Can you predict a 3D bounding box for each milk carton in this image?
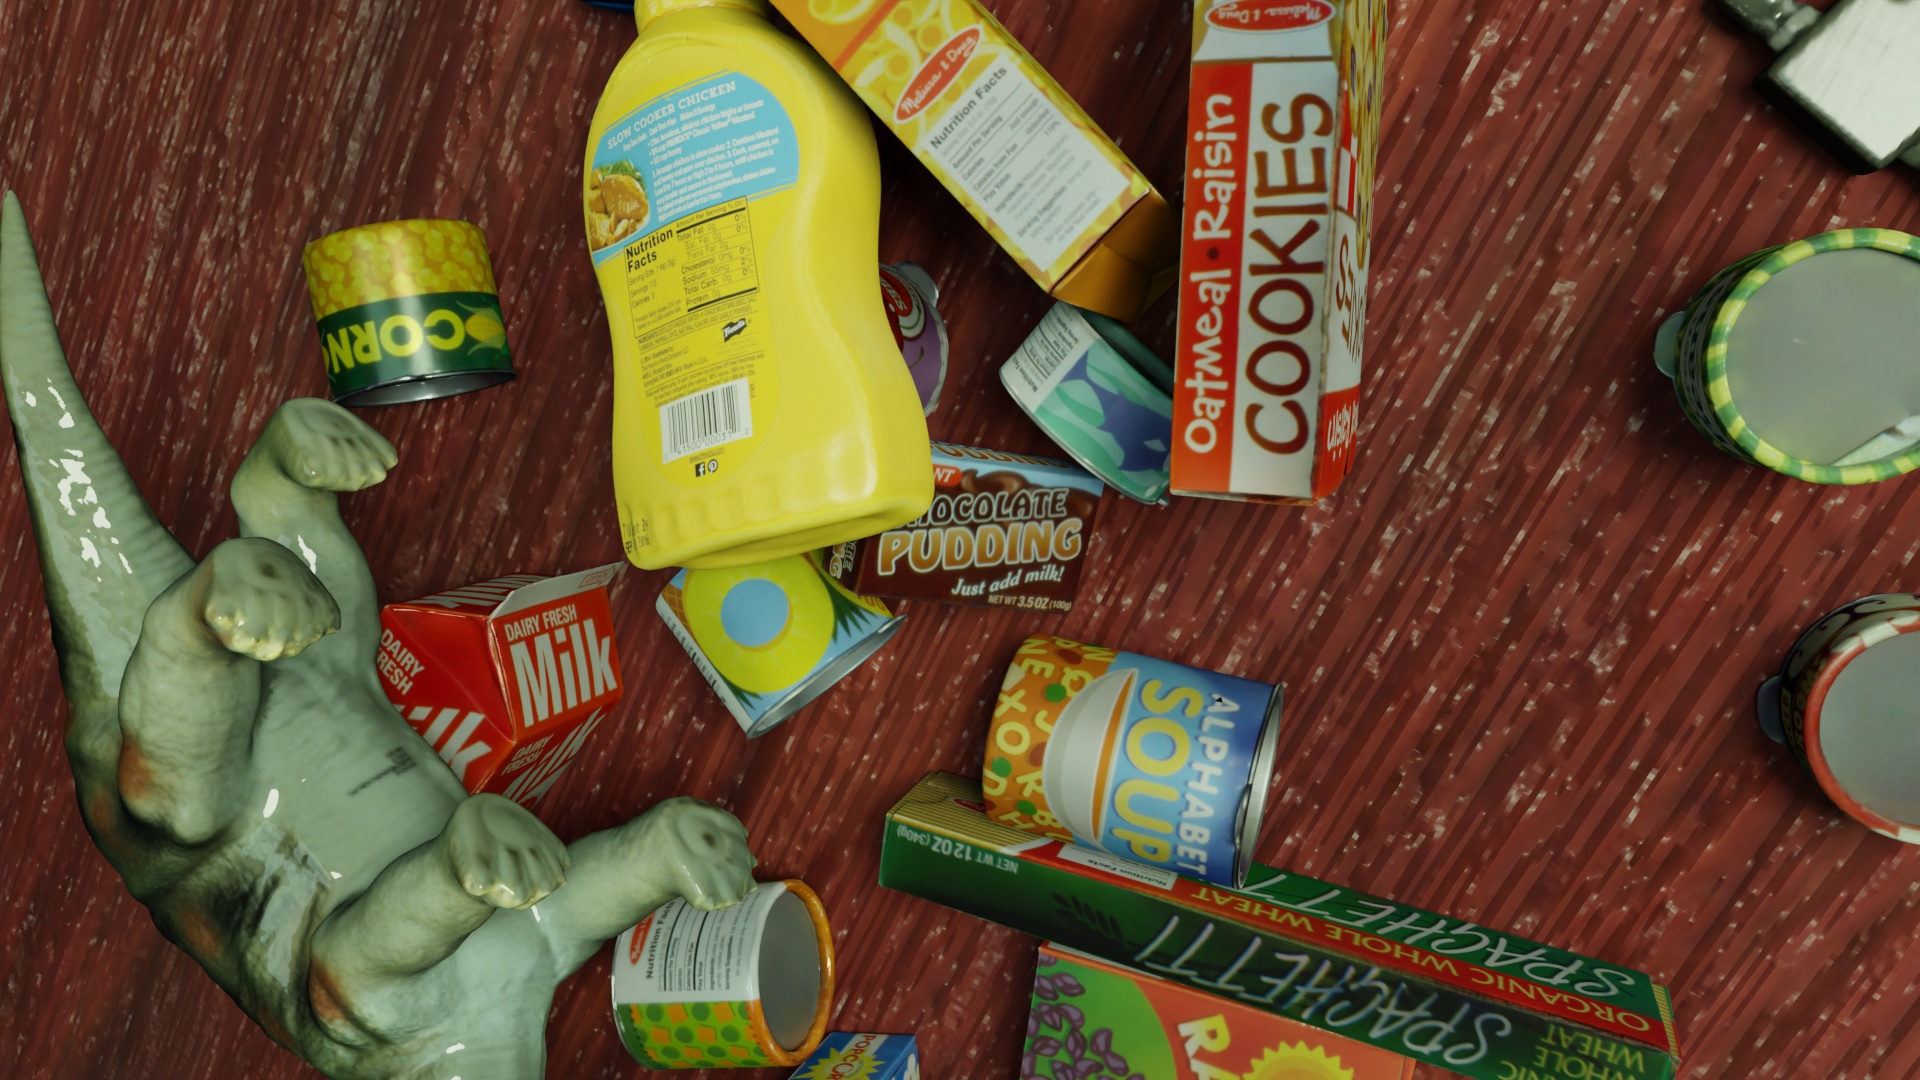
[{"bbox_3d":[-0.202,0.080,0.540,0.073,0.072,0.190,44,109,8],"label":"milk carton"}]

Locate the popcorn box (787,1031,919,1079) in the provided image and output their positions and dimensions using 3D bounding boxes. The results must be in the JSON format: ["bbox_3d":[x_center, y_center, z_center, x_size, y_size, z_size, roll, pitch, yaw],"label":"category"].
[{"bbox_3d":[-0.043,0.255,0.499,0.038,0.085,0.126,-1,97,20],"label":"popcorn box"}]

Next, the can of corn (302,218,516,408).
[{"bbox_3d":[-0.207,-0.085,0.521,0.071,0.071,0.058,-11,93,20],"label":"can of corn"}]

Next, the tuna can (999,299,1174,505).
[{"bbox_3d":[0.049,-0.044,0.440,0.071,0.071,0.032,44,108,9],"label":"tuna can"}]

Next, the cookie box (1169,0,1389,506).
[{"bbox_3d":[0.093,-0.098,0.386,0.040,0.123,0.167,5,99,20],"label":"cookie box"}]

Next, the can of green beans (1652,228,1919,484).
[{"bbox_3d":[0.234,-0.050,0.378,0.071,0.058,0.071,3,98,19],"label":"can of green beans"}]

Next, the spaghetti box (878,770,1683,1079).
[{"bbox_3d":[0.096,0.127,0.453,0.250,0.050,0.028,13,103,17],"label":"spaghetti box"}]

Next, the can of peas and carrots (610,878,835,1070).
[{"bbox_3d":[-0.085,0.161,0.514,0.058,0.071,0.071,-9,94,20],"label":"can of peas and carrots"}]

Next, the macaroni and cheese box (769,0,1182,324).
[{"bbox_3d":[-0.003,-0.140,0.414,0.040,0.124,0.166,-44,82,15],"label":"macaroni and cheese box"}]

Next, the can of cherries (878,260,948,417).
[{"bbox_3d":[-0.043,-0.065,0.472,0.071,0.058,0.071,3,98,19],"label":"can of cherries"}]

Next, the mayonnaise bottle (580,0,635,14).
[{"bbox_3d":[-0.109,-0.261,0.479,0.065,0.041,0.147,11,100,16],"label":"mayonnaise bottle"}]

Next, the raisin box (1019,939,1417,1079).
[{"bbox_3d":[0.083,0.185,0.471,0.123,0.040,0.086,11,100,17],"label":"raisin box"}]

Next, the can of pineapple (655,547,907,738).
[{"bbox_3d":[-0.062,0.026,0.487,0.071,0.071,0.058,-40,83,20],"label":"can of pineapple"}]

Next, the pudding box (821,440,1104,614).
[{"bbox_3d":[0.002,-0.006,0.454,0.030,0.084,0.049,31,111,57],"label":"pudding box"}]

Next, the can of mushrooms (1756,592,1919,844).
[{"bbox_3d":[0.268,0.050,0.392,0.071,0.033,0.071,3,99,18],"label":"can of mushrooms"}]

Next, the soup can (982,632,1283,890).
[{"bbox_3d":[0.056,0.070,0.448,0.084,0.071,0.071,11,101,18],"label":"soup can"}]
